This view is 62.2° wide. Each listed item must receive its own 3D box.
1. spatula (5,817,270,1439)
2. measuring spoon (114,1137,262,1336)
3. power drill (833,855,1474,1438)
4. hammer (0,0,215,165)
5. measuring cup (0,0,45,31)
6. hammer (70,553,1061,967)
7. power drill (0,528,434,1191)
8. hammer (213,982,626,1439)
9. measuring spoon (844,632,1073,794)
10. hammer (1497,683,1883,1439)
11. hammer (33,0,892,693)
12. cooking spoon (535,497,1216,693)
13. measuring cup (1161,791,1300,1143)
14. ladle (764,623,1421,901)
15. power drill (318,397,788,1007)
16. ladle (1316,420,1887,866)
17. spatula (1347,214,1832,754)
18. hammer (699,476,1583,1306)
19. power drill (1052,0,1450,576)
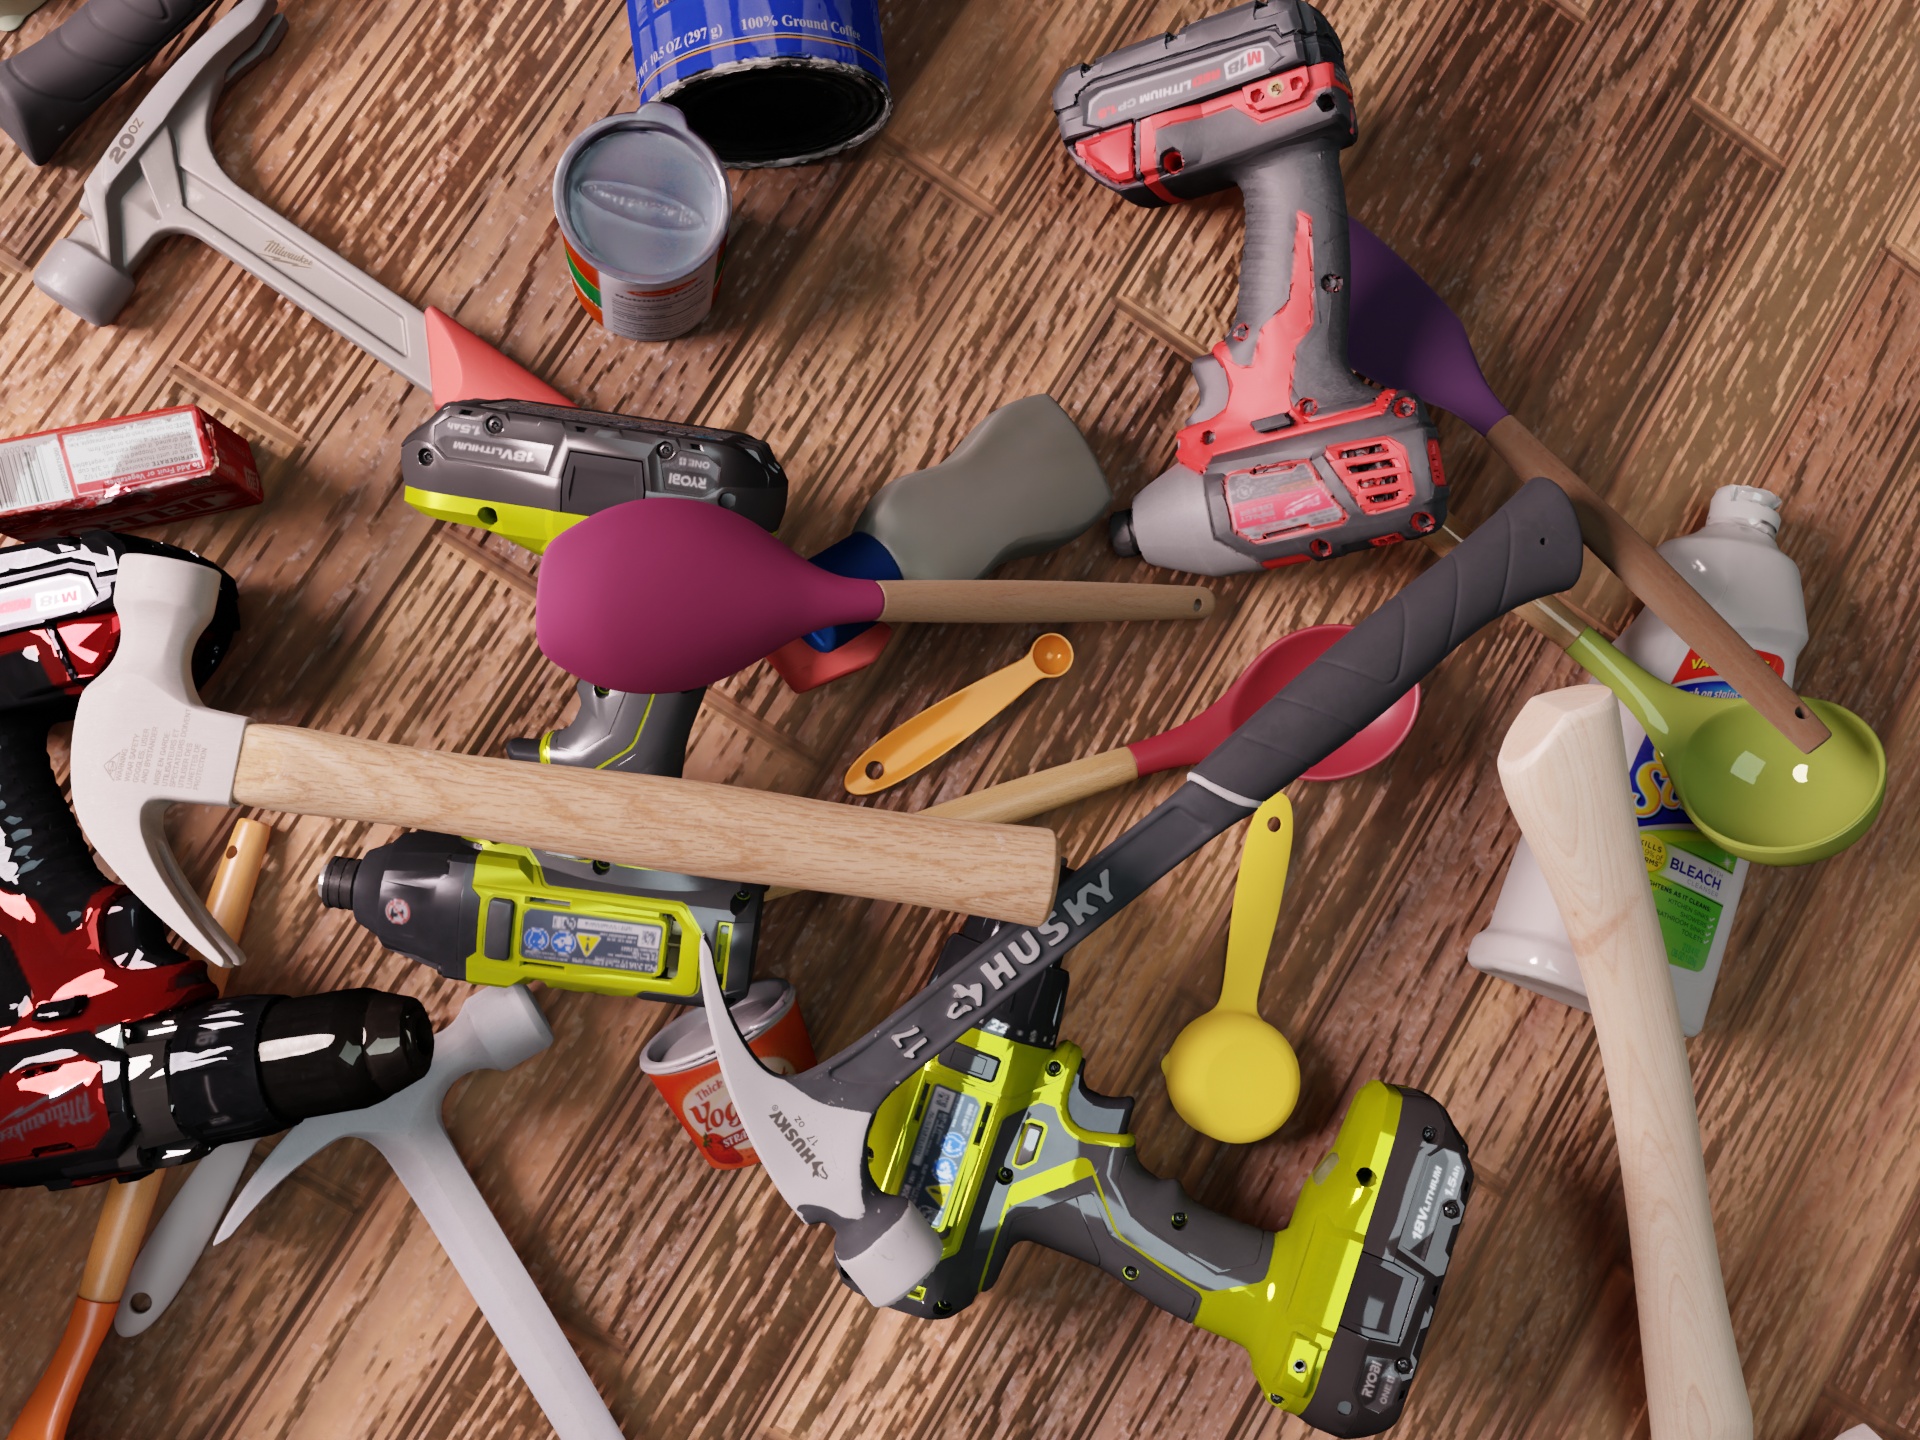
[{"bbox_3d":[-0.316,0.196,0.612,0.081,0.041,0.323,8,77,23],"label":"spatula"},{"bbox_3d":[-0.298,0.187,0.625,0.034,0.018,0.124,29,84,-8],"label":"measuring spoon"},{"bbox_3d":[0.080,0.169,0.646,0.228,0.080,0.190,18,85,9],"label":"power drill"},{"bbox_3d":[-0.248,-0.337,0.620,0.335,0.146,0.035,-41,95,2],"label":"hammer"},{"bbox_3d":[-0.434,-0.299,0.610,0.167,0.038,0.083,-23,92,-13],"label":"measuring cup"},{"bbox_3d":[-0.128,0.034,0.548,0.331,0.031,0.130,9,84,-8],"label":"hammer"},{"bbox_3d":[-0.298,0.051,0.578,0.188,0.080,0.227,-10,86,3],"label":"power drill"},{"bbox_3d":[-0.140,0.312,0.638,0.144,0.035,0.405,-30,94,-13],"label":"hammer"},{"bbox_3d":[-0.001,-0.002,0.694,0.117,0.011,0.021,-33,95,-6],"label":"measuring spoon"},{"bbox_3d":[0.303,0.178,0.672,0.146,0.038,0.410,-17,105,-5],"label":"hammer"},{"bbox_3d":[-0.178,-0.134,0.652,0.359,0.037,0.149,34,82,-7],"label":"hammer"},{"bbox_3d":[-0.013,-0.046,0.614,0.318,0.017,0.068,-3,106,-39],"label":"cooking spoon"},{"bbox_3d":[0.130,0.109,0.700,0.062,0.029,0.156,11,88,-10],"label":"measuring cup"},{"bbox_3d":[0.051,0.027,0.692,0.315,0.031,0.069,-17,86,-9],"label":"ladle"},{"bbox_3d":[-0.154,-0.005,0.611,0.171,0.080,0.223,8,103,-3],"label":"power drill"},{"bbox_3d":[0.245,-0.056,0.679,0.320,0.062,0.078,41,80,11],"label":"ladle"},{"bbox_3d":[0.245,-0.106,0.678,0.060,0.018,0.316,-34,68,-10],"label":"spatula"},{"bbox_3d":[0.083,0.035,0.614,0.409,0.036,0.149,-38,92,-9],"label":"hammer"},{"bbox_3d":[0.115,-0.171,0.673,0.143,0.078,0.219,-11,94,24],"label":"power drill"}]
